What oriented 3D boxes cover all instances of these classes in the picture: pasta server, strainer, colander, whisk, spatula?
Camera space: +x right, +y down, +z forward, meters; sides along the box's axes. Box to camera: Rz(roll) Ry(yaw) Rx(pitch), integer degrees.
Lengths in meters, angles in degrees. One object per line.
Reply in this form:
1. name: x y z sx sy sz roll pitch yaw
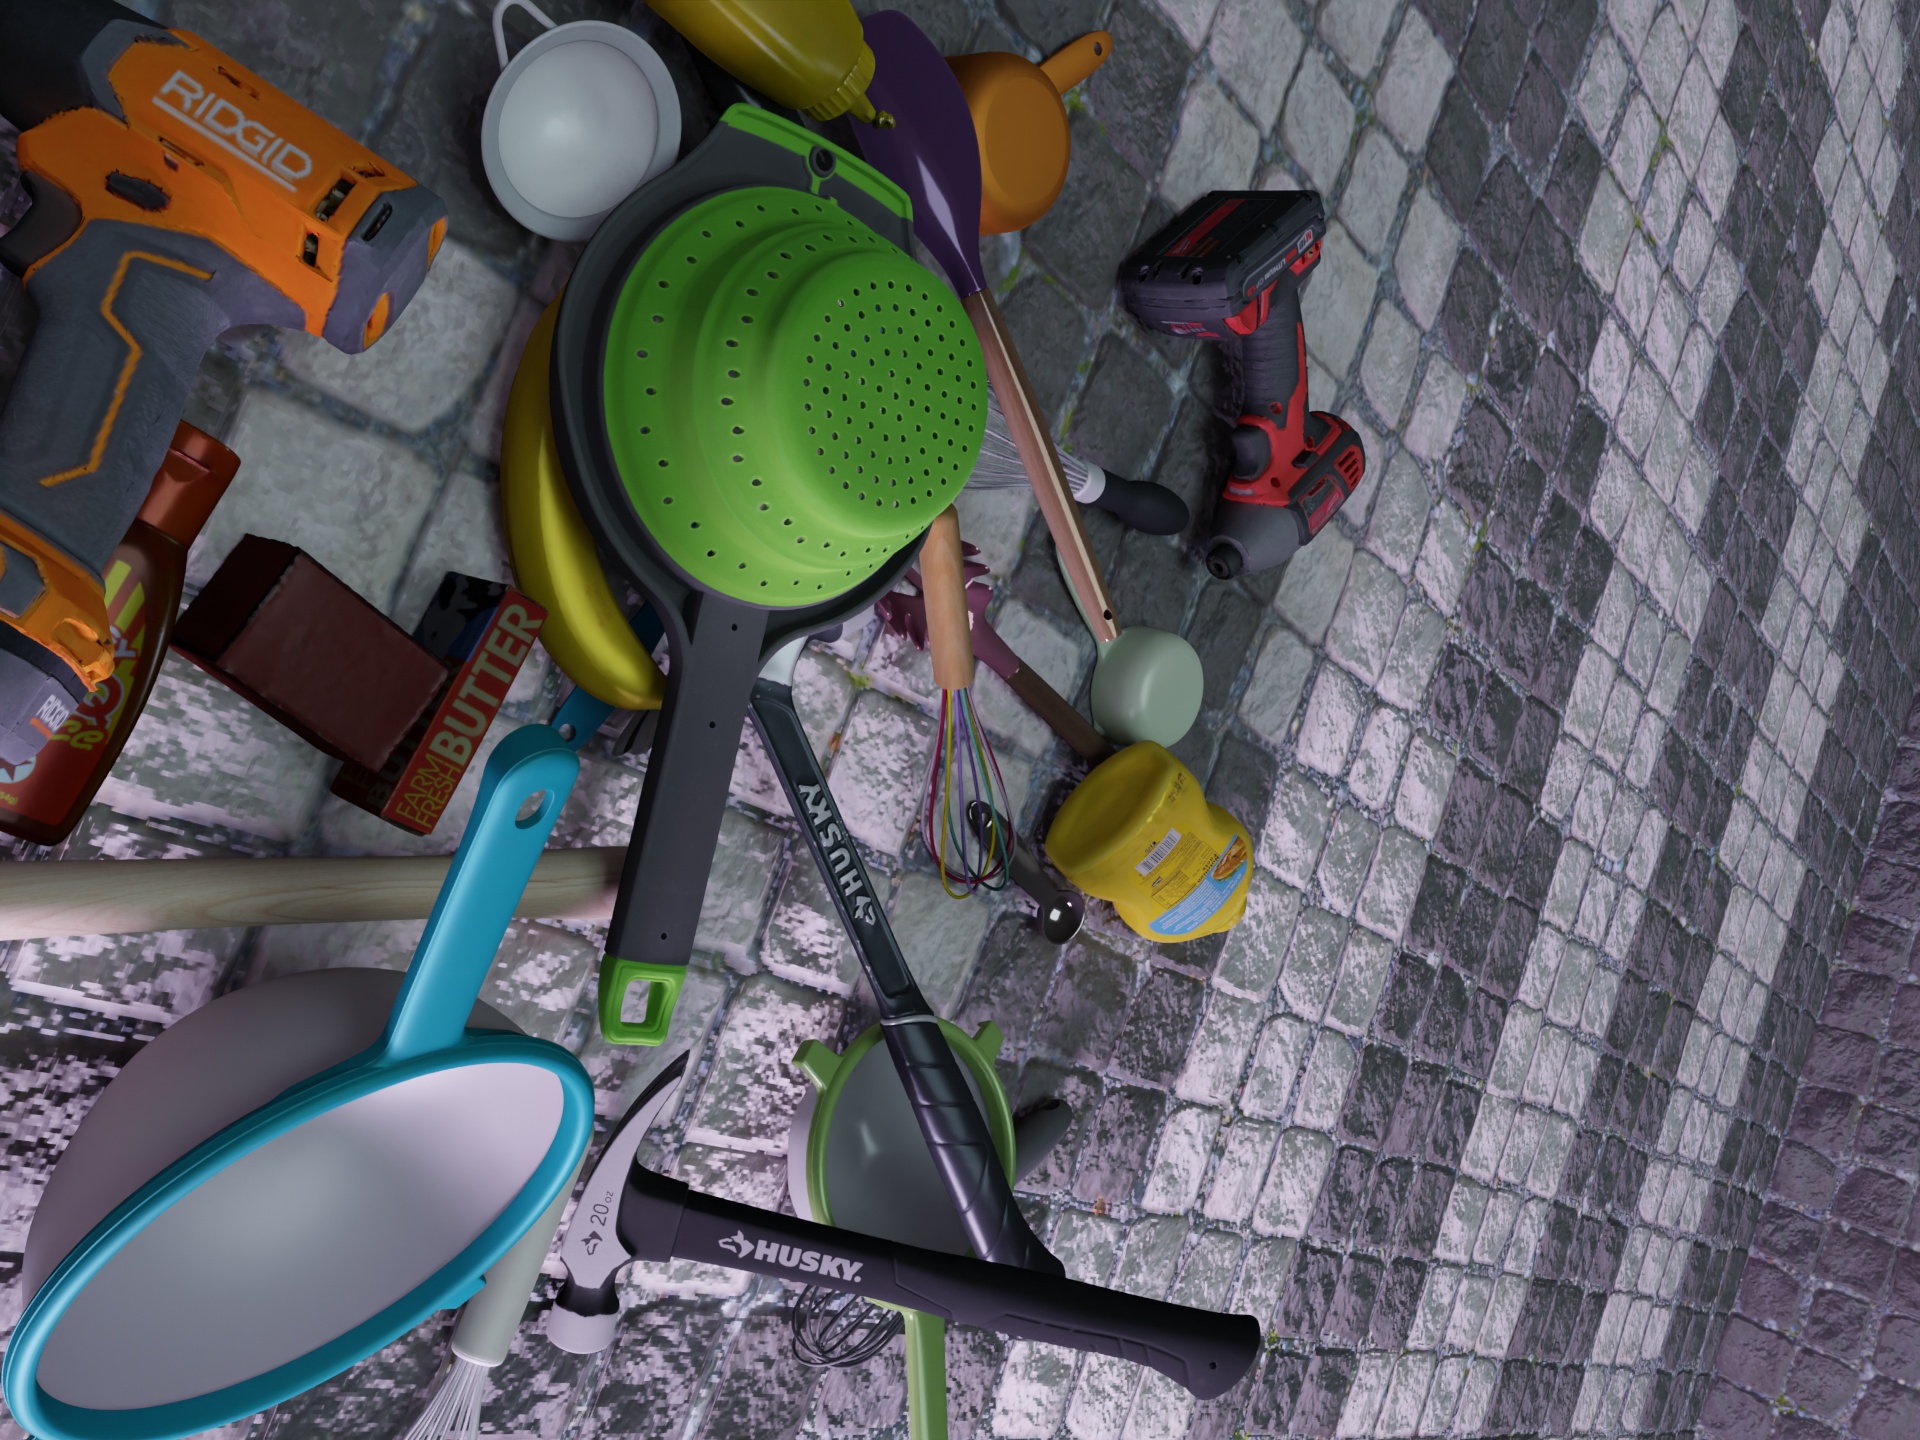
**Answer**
1. pasta server: 0.046 -0.014 0.908 0.060 0.040 0.315 -50 134 -1
2. strainer: -0.127 -0.198 0.684 0.087 0.050 0.258 -43 136 -8
3. colander: -0.074 -0.053 0.654 0.204 0.094 0.397 14 87 -42
4. strainer: -0.039 0.286 0.843 0.151 0.069 0.256 5 78 -47
5. whisk: -0.220 0.292 0.714 0.059 0.058 0.246 69 40 -75
6. spatula: 0.018 -0.183 0.768 0.060 0.018 0.315 -27 105 -18
7. whisk: -0.009 0.292 0.927 0.239 0.055 0.055 -32 122 -42
8. whisk: -0.002 -0.001 0.827 0.047 0.051 0.244 -21 127 -20
9. whisk: 0.047 -0.137 0.870 0.284 0.070 0.070 10 93 -51
10. strainer: -0.221 0.112 0.559 0.211 0.095 0.340 -7 135 -50

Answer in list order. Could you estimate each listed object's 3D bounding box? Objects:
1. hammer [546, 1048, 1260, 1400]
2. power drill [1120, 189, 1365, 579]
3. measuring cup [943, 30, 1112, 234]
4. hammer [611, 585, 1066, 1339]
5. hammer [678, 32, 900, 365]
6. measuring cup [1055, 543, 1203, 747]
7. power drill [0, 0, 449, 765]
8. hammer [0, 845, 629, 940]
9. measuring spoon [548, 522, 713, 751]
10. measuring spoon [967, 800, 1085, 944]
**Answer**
1. hammer: -0.018 0.262 0.761 0.334 0.035 0.146 15 98 -5
2. power drill: 0.178 -0.198 0.973 0.143 0.079 0.219 -45 131 -28
3. measuring cup: 0.042 -0.315 0.815 0.174 0.052 0.095 -44 128 -26
4. hammer: -0.036 0.136 0.795 0.149 0.036 0.408 -32 107 -35
5. hammer: -0.104 -0.296 0.686 0.128 0.033 0.330 -52 131 -24
6. measuring cup: 0.101 -0.049 0.953 0.083 0.038 0.167 -51 133 -24
7. power drill: -0.289 -0.120 0.490 0.164 0.084 0.226 33 71 -14
8. hammer: -0.263 0.060 0.553 0.410 0.146 0.038 4 76 -51
9. measuring spoon: -0.151 -0.036 0.721 0.042 0.021 0.128 41 80 -32
10. measuring spoon: 0.035 0.088 0.943 0.034 0.018 0.124 -49 124 -17
